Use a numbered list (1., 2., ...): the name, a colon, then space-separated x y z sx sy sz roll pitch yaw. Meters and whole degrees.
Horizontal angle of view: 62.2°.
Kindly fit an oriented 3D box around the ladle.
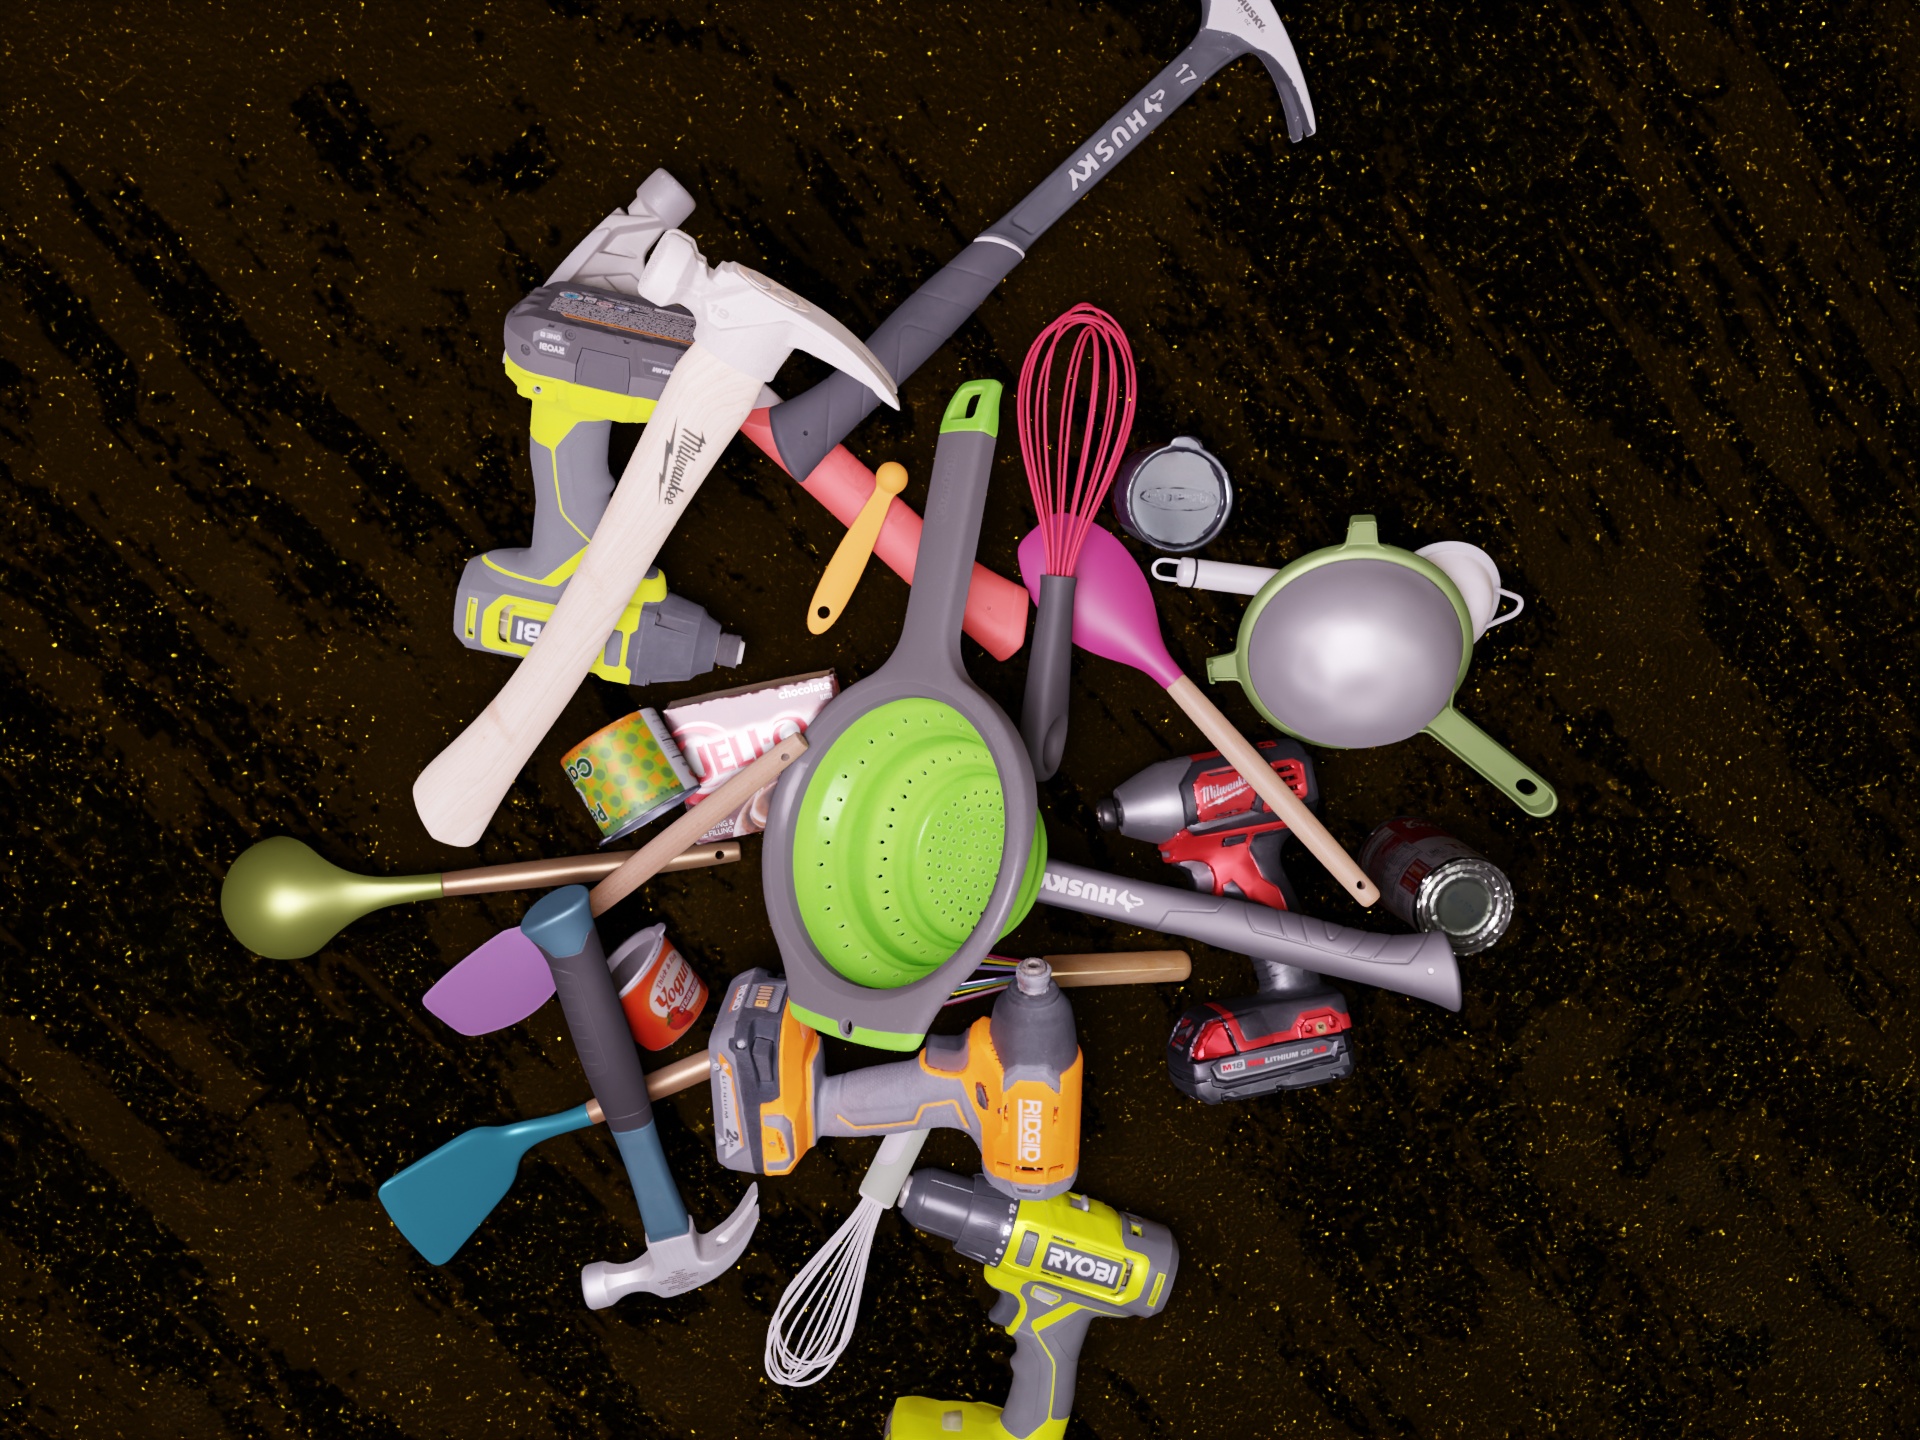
1. ladle: -0.302 0.099 1.016 0.320 0.062 0.078 -6 97 -12

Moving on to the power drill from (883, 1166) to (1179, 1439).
1. power drill: 0.026 0.426 1.096 0.190 0.080 0.228 18 96 -2

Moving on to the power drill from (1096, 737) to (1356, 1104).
1. power drill: 0.173 0.129 1.039 0.143 0.078 0.220 -9 88 -6

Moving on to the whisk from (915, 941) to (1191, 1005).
1. whisk: 0.036 0.167 1.063 0.245 0.051 0.047 -1 96 -10

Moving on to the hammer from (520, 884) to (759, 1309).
1. hammer: -0.213 0.244 1.005 0.128 0.033 0.330 -12 121 -4

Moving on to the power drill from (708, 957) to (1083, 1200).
1. power drill: -0.037 0.214 0.992 0.226 0.084 0.164 3 117 5

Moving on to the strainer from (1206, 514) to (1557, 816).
1. strainer: 0.293 -0.002 1.020 0.256 0.069 0.151 36 118 -13

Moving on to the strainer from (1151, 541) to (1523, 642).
1. strainer: 0.251 -0.082 1.040 0.258 0.050 0.086 7 115 -5

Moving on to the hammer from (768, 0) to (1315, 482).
1. hammer: 0.041 -0.293 0.955 0.409 0.036 0.149 -44 105 -3

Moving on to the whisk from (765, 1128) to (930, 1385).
1. whisk: -0.061 0.325 1.057 0.059 0.058 0.246 37 76 -45

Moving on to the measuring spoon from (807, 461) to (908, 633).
1. measuring spoon: -0.064 -0.105 0.973 0.021 0.011 0.117 27 97 -10

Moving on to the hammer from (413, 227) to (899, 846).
1. hammer: -0.197 -0.071 0.909 0.146 0.038 0.410 27 119 -21

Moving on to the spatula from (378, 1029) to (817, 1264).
1. spatula: -0.219 0.258 1.050 0.317 0.044 0.082 -23 122 -3

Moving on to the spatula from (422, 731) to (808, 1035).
1. spatula: -0.215 0.106 1.004 0.316 0.018 0.059 -38 115 15

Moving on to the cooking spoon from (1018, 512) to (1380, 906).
1. cooking spoon: 0.154 -0.006 1.009 0.069 0.017 0.319 -41 85 -2

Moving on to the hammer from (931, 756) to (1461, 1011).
1. hammer: 0.140 0.125 0.985 0.335 0.035 0.146 12 88 16

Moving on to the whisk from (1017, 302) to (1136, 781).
1. whisk: 0.062 -0.109 0.985 0.073 0.073 0.296 5 95 -8

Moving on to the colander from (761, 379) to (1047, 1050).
1. colander: -0.002 -0.003 0.958 0.094 0.205 0.397 17 81 -48

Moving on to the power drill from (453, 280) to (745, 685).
1. power drill: -0.198 -0.128 0.935 0.171 0.080 0.223 11 120 -7

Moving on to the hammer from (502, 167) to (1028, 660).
1. hammer: -0.101 -0.159 0.983 0.359 0.037 0.149 42 94 -12
